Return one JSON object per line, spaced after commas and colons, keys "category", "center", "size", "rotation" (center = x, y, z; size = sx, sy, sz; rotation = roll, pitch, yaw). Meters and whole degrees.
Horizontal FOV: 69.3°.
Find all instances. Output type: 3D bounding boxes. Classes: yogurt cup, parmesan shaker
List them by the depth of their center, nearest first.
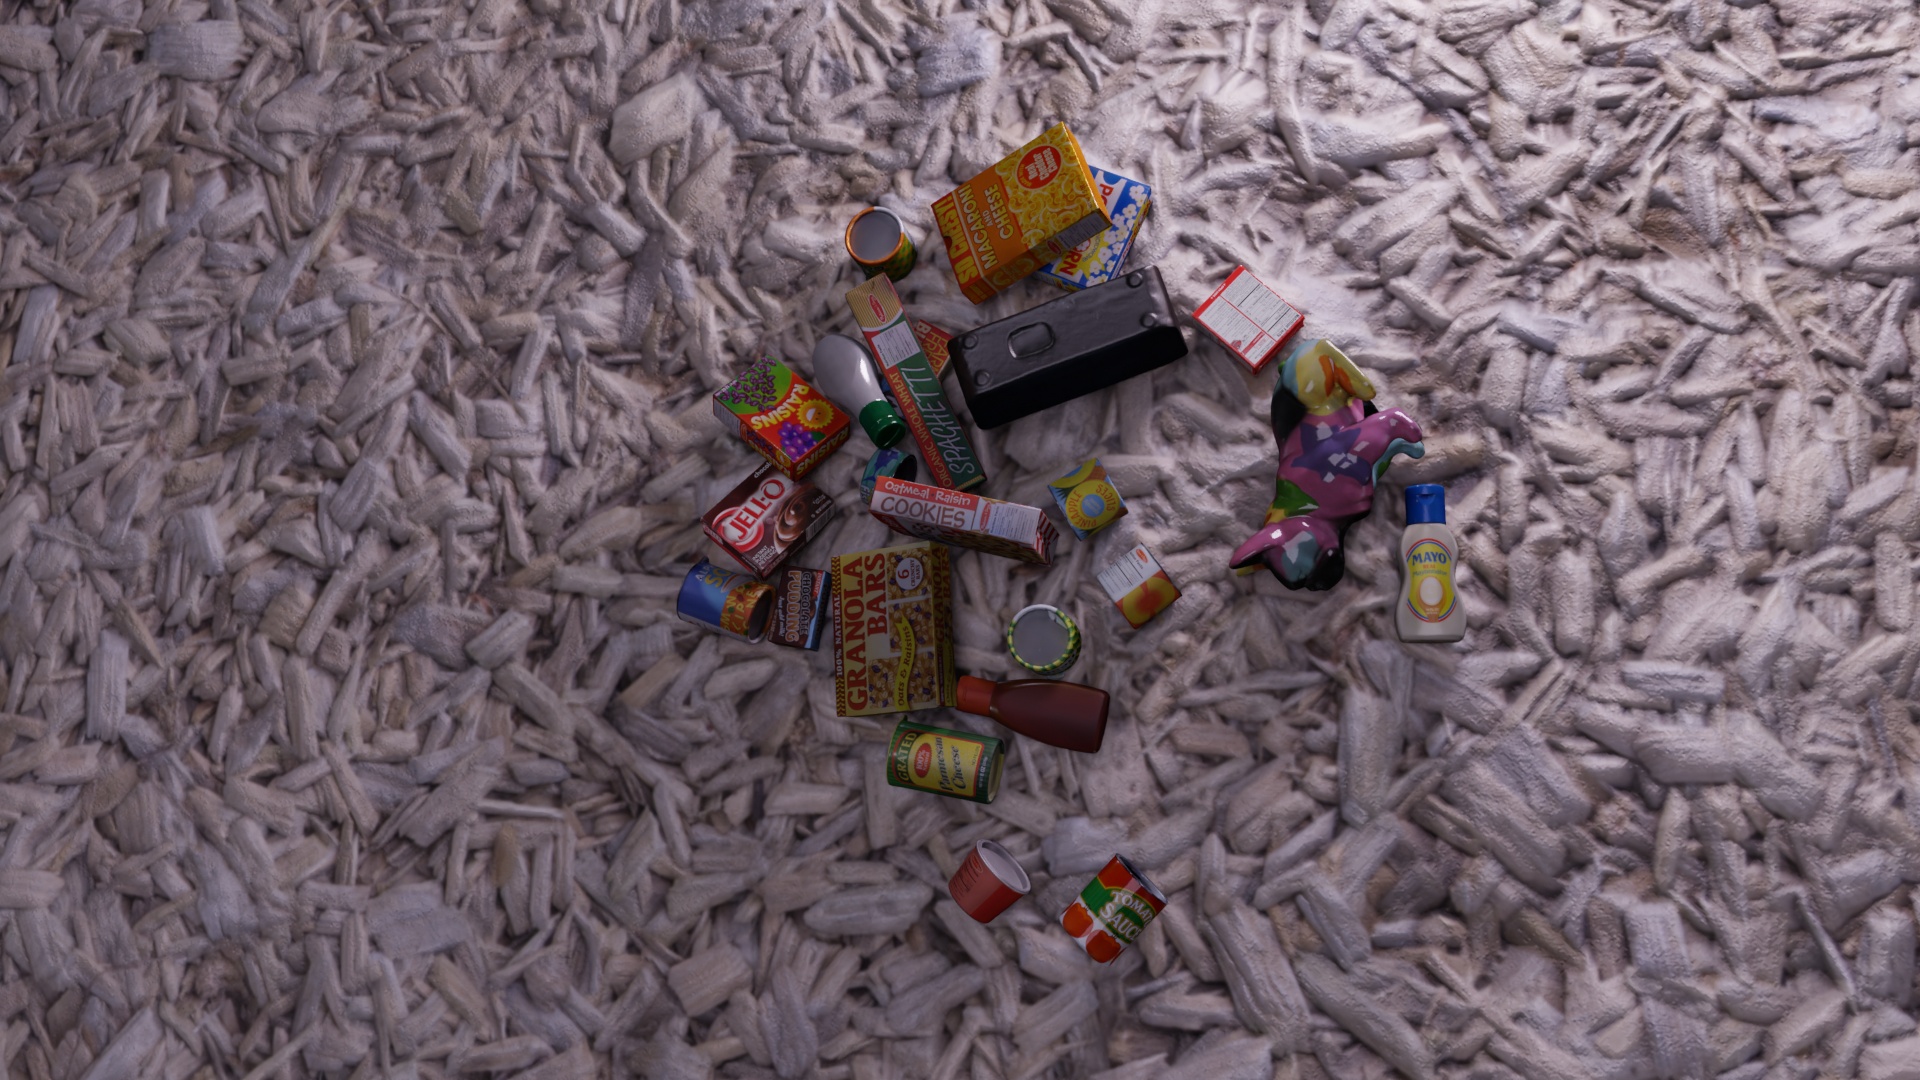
{"category": "yogurt cup", "center": [0.026, 0.331, 1.338], "size": [0.072, 0.072, 0.054], "rotation": [45, 100, 16]}
{"category": "parmesan shaker", "center": [-0.014, 0.215, 1.367], "size": [0.103, 0.071, 0.071], "rotation": [8, 82, 14]}

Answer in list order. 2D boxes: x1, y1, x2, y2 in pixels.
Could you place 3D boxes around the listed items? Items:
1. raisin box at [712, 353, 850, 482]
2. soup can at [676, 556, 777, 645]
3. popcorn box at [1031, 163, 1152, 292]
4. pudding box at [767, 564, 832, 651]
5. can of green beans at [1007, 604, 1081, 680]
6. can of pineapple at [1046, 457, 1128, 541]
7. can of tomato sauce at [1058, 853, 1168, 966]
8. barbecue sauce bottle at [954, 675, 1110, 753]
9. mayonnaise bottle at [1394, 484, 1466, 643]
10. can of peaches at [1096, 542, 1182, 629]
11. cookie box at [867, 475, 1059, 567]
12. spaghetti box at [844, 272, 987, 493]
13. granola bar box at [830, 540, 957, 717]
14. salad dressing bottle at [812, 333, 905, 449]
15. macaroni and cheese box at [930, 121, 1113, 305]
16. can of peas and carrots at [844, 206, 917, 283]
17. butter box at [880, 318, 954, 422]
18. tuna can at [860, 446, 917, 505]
{"category": "raisin box", "center": [-0.189, -0.130, 1.468], "size": [0.123, 0.039, 0.086], "rotation": [39, 60, 17]}
{"category": "soup can", "center": [-0.242, 0.063, 1.446], "size": [0.084, 0.071, 0.071], "rotation": [18, 84, 15]}
{"category": "popcorn box", "center": [0.136, -0.320, 1.450], "size": [0.085, 0.038, 0.127], "rotation": [24, 86, 17]}
{"category": "pudding box", "center": [-0.166, 0.070, 1.447], "size": [0.050, 0.030, 0.084], "rotation": [10, 82, 13]}
{"category": "can of green beans", "center": [0.083, 0.099, 1.371], "size": [0.071, 0.058, 0.071], "rotation": [-2, 79, 12]}
{"category": "can of pineapple", "center": [0.127, -0.041, 1.382], "size": [0.058, 0.071, 0.071], "rotation": [-31, 75, 6]}
{"category": "can of tomato sauce", "center": [0.144, 0.348, 1.304], "size": [0.071, 0.071, 0.083], "rotation": [43, 92, 16]}
{"category": "barbecue sauce bottle", "center": [0.069, 0.165, 1.370], "size": [0.148, 0.043, 0.065], "rotation": [10, 87, 15]}
{"category": "mayonnaise bottle", "center": [0.442, 0.022, 1.314], "size": [0.065, 0.041, 0.148], "rotation": [-2, 80, 14]}
{"category": "can of peaches", "center": [0.175, 0.046, 1.358], "size": [0.058, 0.071, 0.071], "rotation": [-37, 74, 4]}
{"category": "cookie box", "center": [0.005, -0.017, 1.377], "size": [0.167, 0.123, 0.040], "rotation": [12, 82, 14]}
{"category": "spaghetti box", "center": [-0.046, -0.159, 1.438], "size": [0.050, 0.028, 0.250], "rotation": [-27, 76, 6]}
{"category": "granola bar box", "center": [-0.068, 0.091, 1.399], "size": [0.124, 0.039, 0.166], "rotation": [-10, 76, 30]}
{"category": "salad dressing bottle", "center": [-0.105, -0.155, 1.445], "size": [0.064, 0.044, 0.148], "rotation": [-47, 53, 18]}
{"category": "macaroni and cheese box", "center": [0.060, -0.338, 1.438], "size": [0.166, 0.040, 0.124], "rotation": [-28, 61, 19]}
{"category": "can of peas and carrots", "center": [-0.086, -0.314, 1.487], "size": [0.071, 0.058, 0.071], "rotation": [-2, 79, 13]}
{"category": "butter box", "center": [-0.046, -0.177, 1.470], "size": [0.053, 0.024, 0.103], "rotation": [30, 87, 15]}
{"category": "tuna can", "center": [-0.075, -0.061, 1.432], "size": [0.033, 0.071, 0.071], "rotation": [22, 85, 17]}
